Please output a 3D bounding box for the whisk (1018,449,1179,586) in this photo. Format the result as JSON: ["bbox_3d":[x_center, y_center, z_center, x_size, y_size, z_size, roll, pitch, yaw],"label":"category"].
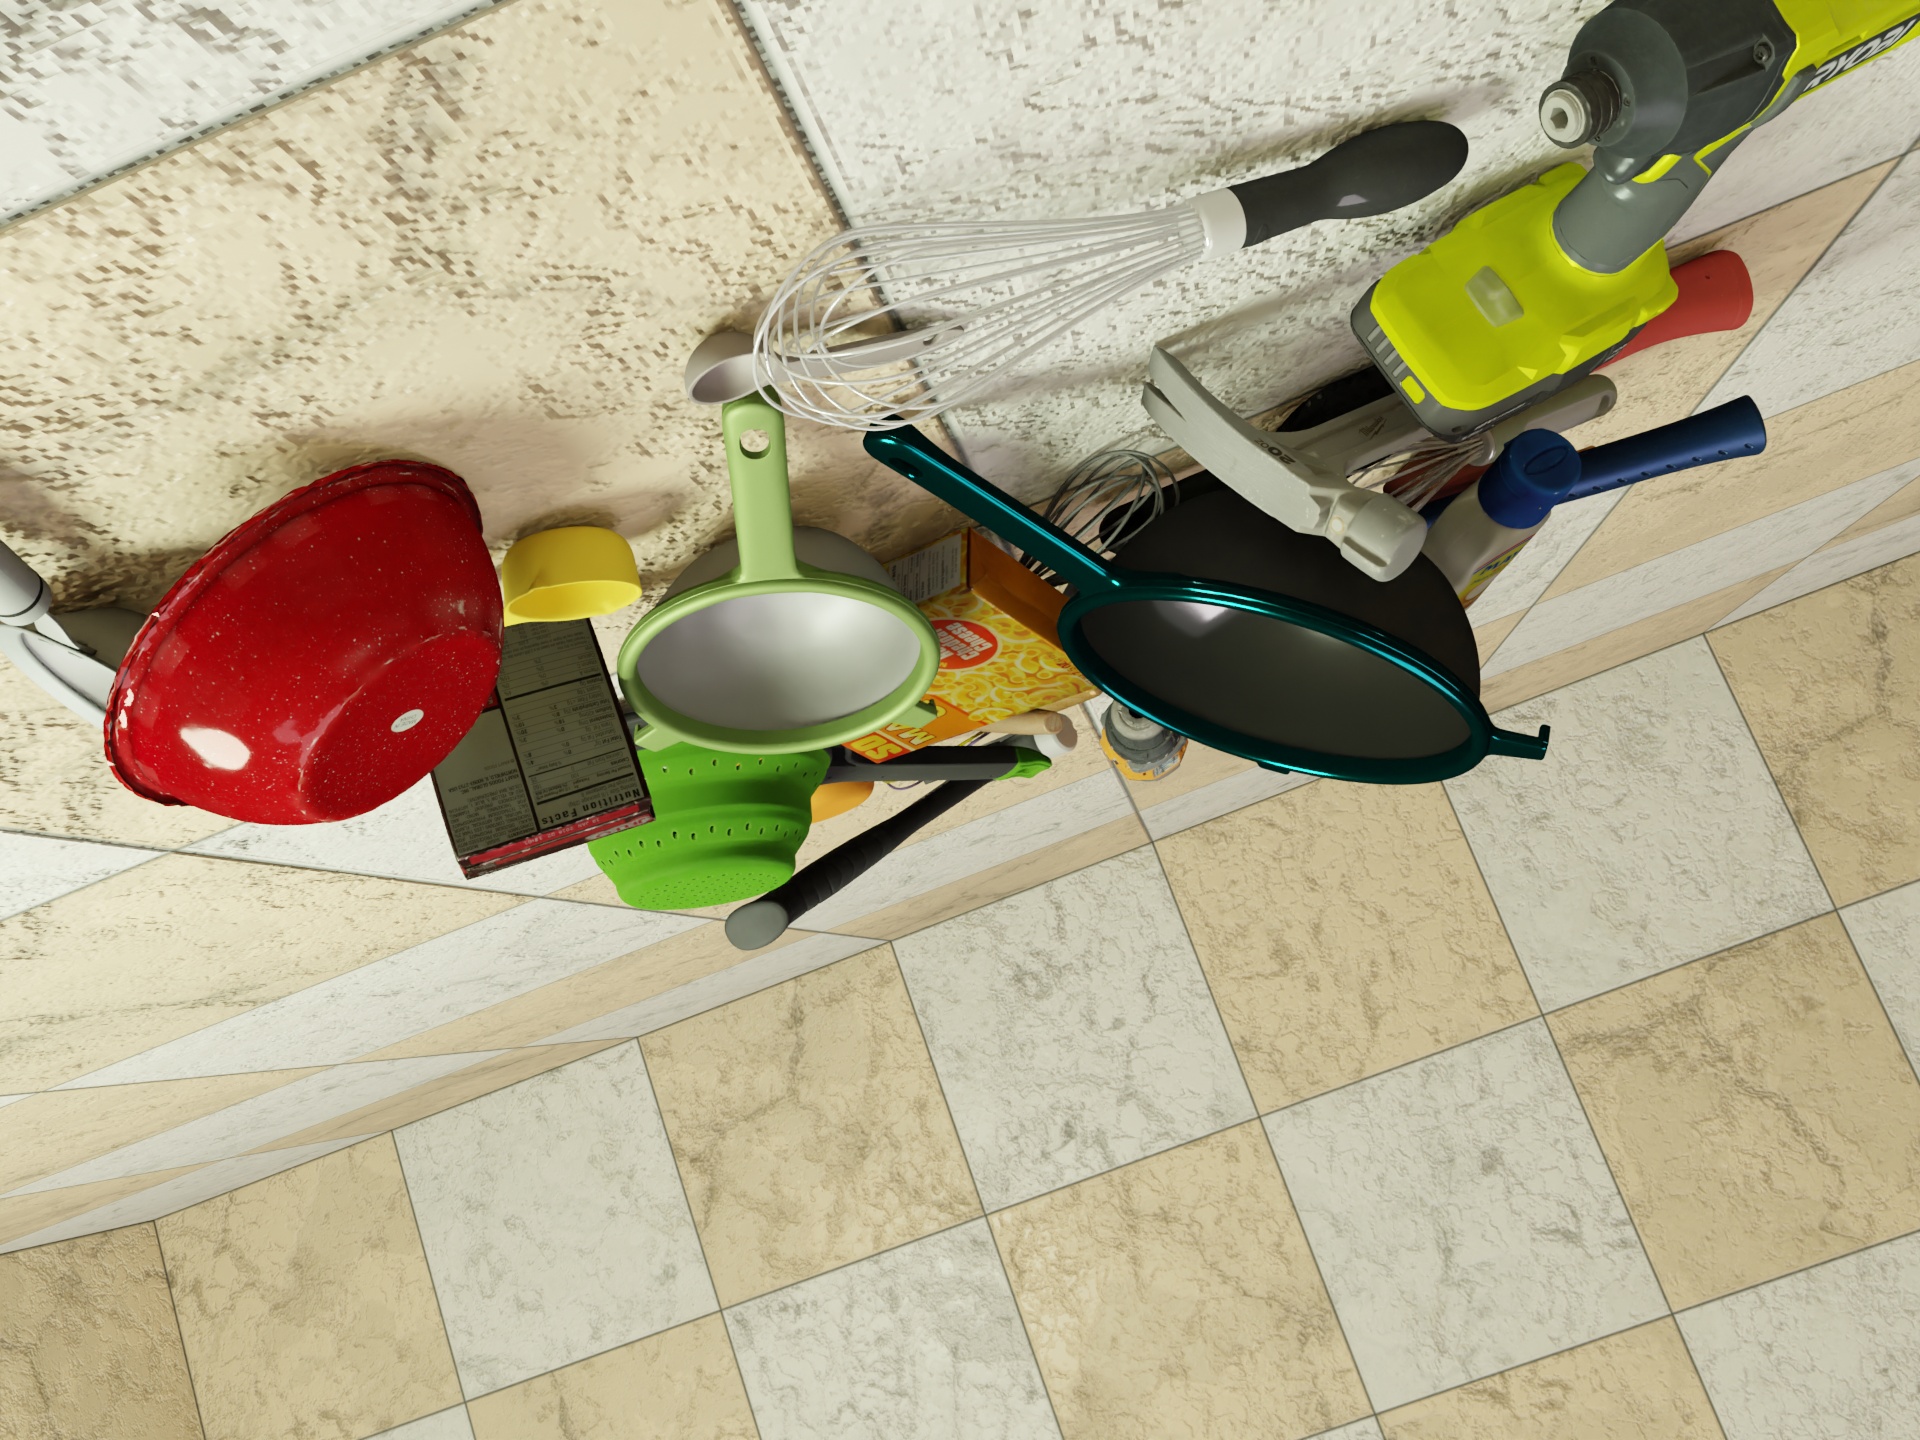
[{"bbox_3d":[0.035,-0.073,0.877,0.055,0.055,0.239,-10,160,-41],"label":"whisk"}]

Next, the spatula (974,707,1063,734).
[{"bbox_3d":[-0.002,-0.003,1.014,0.059,0.018,0.316,-6,-176,-19],"label":"spatula"}]

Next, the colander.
[{"bbox_3d":[-0.097,0.064,1.044,0.397,0.095,0.204,1,160,-34],"label":"colander"}]

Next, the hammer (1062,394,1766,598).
[{"bbox_3d":[0.248,-0.108,0.919,0.405,0.035,0.144,-17,170,13],"label":"hammer"}]

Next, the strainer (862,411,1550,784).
[{"bbox_3d":[0.109,-0.079,0.746,0.340,0.095,0.211,29,163,-25],"label":"strainer"}]

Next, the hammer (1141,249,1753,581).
[{"bbox_3d":[0.259,-0.173,0.762,0.359,0.149,0.036,-26,145,-31],"label":"hammer"}]

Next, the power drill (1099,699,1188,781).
[{"bbox_3d":[0.203,-0.037,1.182,0.226,0.084,0.185,-33,167,3],"label":"power drill"}]

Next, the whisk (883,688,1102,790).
[{"bbox_3d":[0.014,0.000,1.163,0.245,0.051,0.047,-21,-166,46],"label":"whisk"}]

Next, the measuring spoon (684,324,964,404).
[{"bbox_3d":[-0.049,-0.139,0.586,0.124,0.018,0.034,-20,170,-36],"label":"measuring spoon"}]

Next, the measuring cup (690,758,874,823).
[{"bbox_3d":[-0.132,0.049,1.172,0.095,0.052,0.173,-28,168,32],"label":"measuring cup"}]

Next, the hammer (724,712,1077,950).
[{"bbox_3d":[-0.053,0.083,1.178,0.146,0.035,0.335,-23,-174,42],"label":"hammer"}]

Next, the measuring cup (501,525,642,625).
[{"bbox_3d":[-0.212,-0.053,0.685,0.156,0.029,0.062,-11,171,16],"label":"measuring cup"}]

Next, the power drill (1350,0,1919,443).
[{"bbox_3d":[0.239,-0.199,0.586,0.171,0.080,0.223,-30,169,-17],"label":"power drill"}]

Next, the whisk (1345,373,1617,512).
[{"bbox_3d":[0.269,-0.144,0.844,0.246,0.059,0.057,-23,139,-29],"label":"whisk"}]

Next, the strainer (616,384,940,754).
[{"bbox_3d":[-0.086,-0.075,0.714,0.151,0.069,0.256,-5,149,-5],"label":"strainer"}]

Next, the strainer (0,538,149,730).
[{"bbox_3d":[-0.308,-0.040,0.530,0.087,0.050,0.258,23,160,4],"label":"strainer"}]

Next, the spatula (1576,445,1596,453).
[{"bbox_3d":[0.238,-0.113,1.008,0.322,0.041,0.081,-21,162,28],"label":"spatula"}]

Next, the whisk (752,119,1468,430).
[{"bbox_3d":[0.060,-0.164,0.557,0.284,0.070,0.070,-21,169,-16],"label":"whisk"}]
